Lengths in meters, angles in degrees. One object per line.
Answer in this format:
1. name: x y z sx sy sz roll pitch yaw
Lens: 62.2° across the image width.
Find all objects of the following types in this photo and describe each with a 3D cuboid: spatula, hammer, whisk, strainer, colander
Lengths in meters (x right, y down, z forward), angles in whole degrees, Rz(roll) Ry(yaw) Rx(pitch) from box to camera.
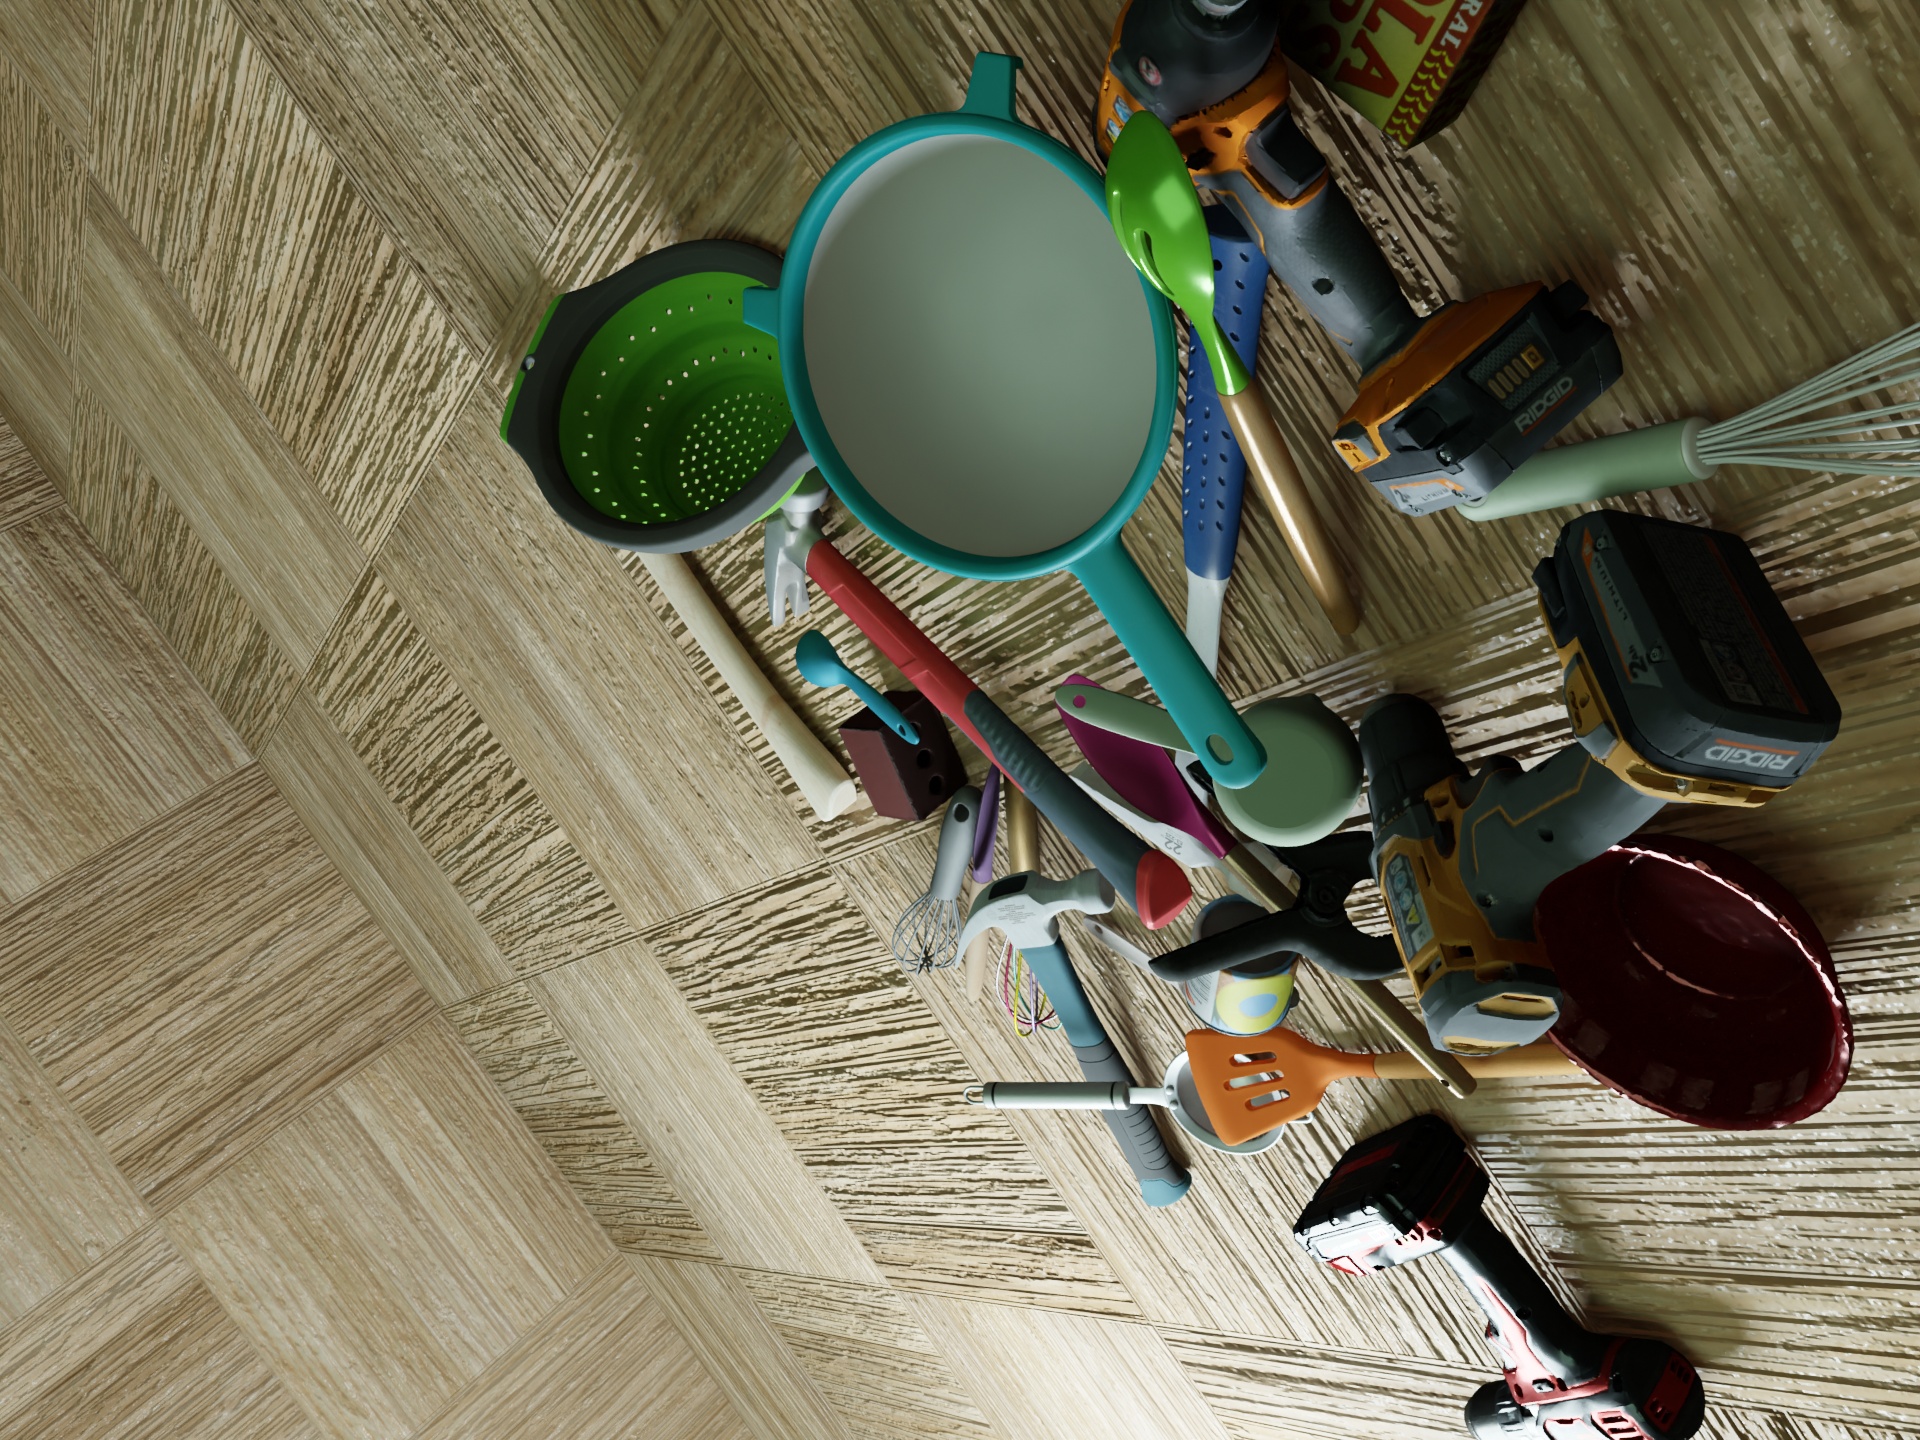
1. spatula: 0.260 0.206 0.933 0.322 0.041 0.081 -21 88 54
2. hammer: -0.215 -0.094 1.241 0.410 0.038 0.146 56 149 -6
3. whisk: 0.047 0.134 1.126 0.051 0.047 0.244 40 145 46
4. strainer: 0.119 0.256 1.096 0.258 0.050 0.086 -6 110 25
5. strainer: 0.058 -0.126 0.756 0.211 0.095 0.340 -32 93 40
6. whisk: -0.013 0.121 1.186 0.055 0.055 0.238 39 144 19
7. colander: -0.084 -0.167 0.953 0.397 0.204 0.094 14 168 24
8. whisk: 0.289 -0.105 0.603 0.246 0.059 0.058 -5 81 57
9. hammer: 0.124 -0.073 0.840 0.144 0.035 0.405 29 141 31
10. hammer: 0.097 0.235 1.133 0.128 0.033 0.330 -9 124 26
11. spatula: 0.014 0.128 1.157 0.018 0.060 0.315 14 144 8
12. hammer: -0.002 -0.003 1.015 0.387 0.038 0.143 45 149 25

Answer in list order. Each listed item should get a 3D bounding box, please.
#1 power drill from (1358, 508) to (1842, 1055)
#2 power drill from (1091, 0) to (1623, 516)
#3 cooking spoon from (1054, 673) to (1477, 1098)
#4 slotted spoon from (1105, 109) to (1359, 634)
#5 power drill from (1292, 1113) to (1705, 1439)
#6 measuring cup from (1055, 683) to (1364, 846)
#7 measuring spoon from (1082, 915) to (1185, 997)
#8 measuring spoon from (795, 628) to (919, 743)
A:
1. power drill: 0.248 0.012 0.688 0.226 0.084 0.186 114 158 -45
2. power drill: 0.141 -0.189 0.605 0.226 0.084 0.164 48 -179 -1
3. cooking spoon: 0.170 0.092 0.893 0.319 0.017 0.068 46 150 7
4. slotted spoon: 0.126 -0.127 0.684 0.313 0.031 0.070 49 -172 -47
5. power drill: 0.319 0.367 0.990 0.227 0.080 0.187 44 147 7
6. measuring cup: 0.125 0.013 0.822 0.167 0.038 0.083 19 101 12
7. measuring spoon: 0.131 0.159 1.080 0.124 0.018 0.034 28 145 43
8. measuring spoon: -0.073 -0.017 1.055 0.129 0.021 0.042 40 148 37
